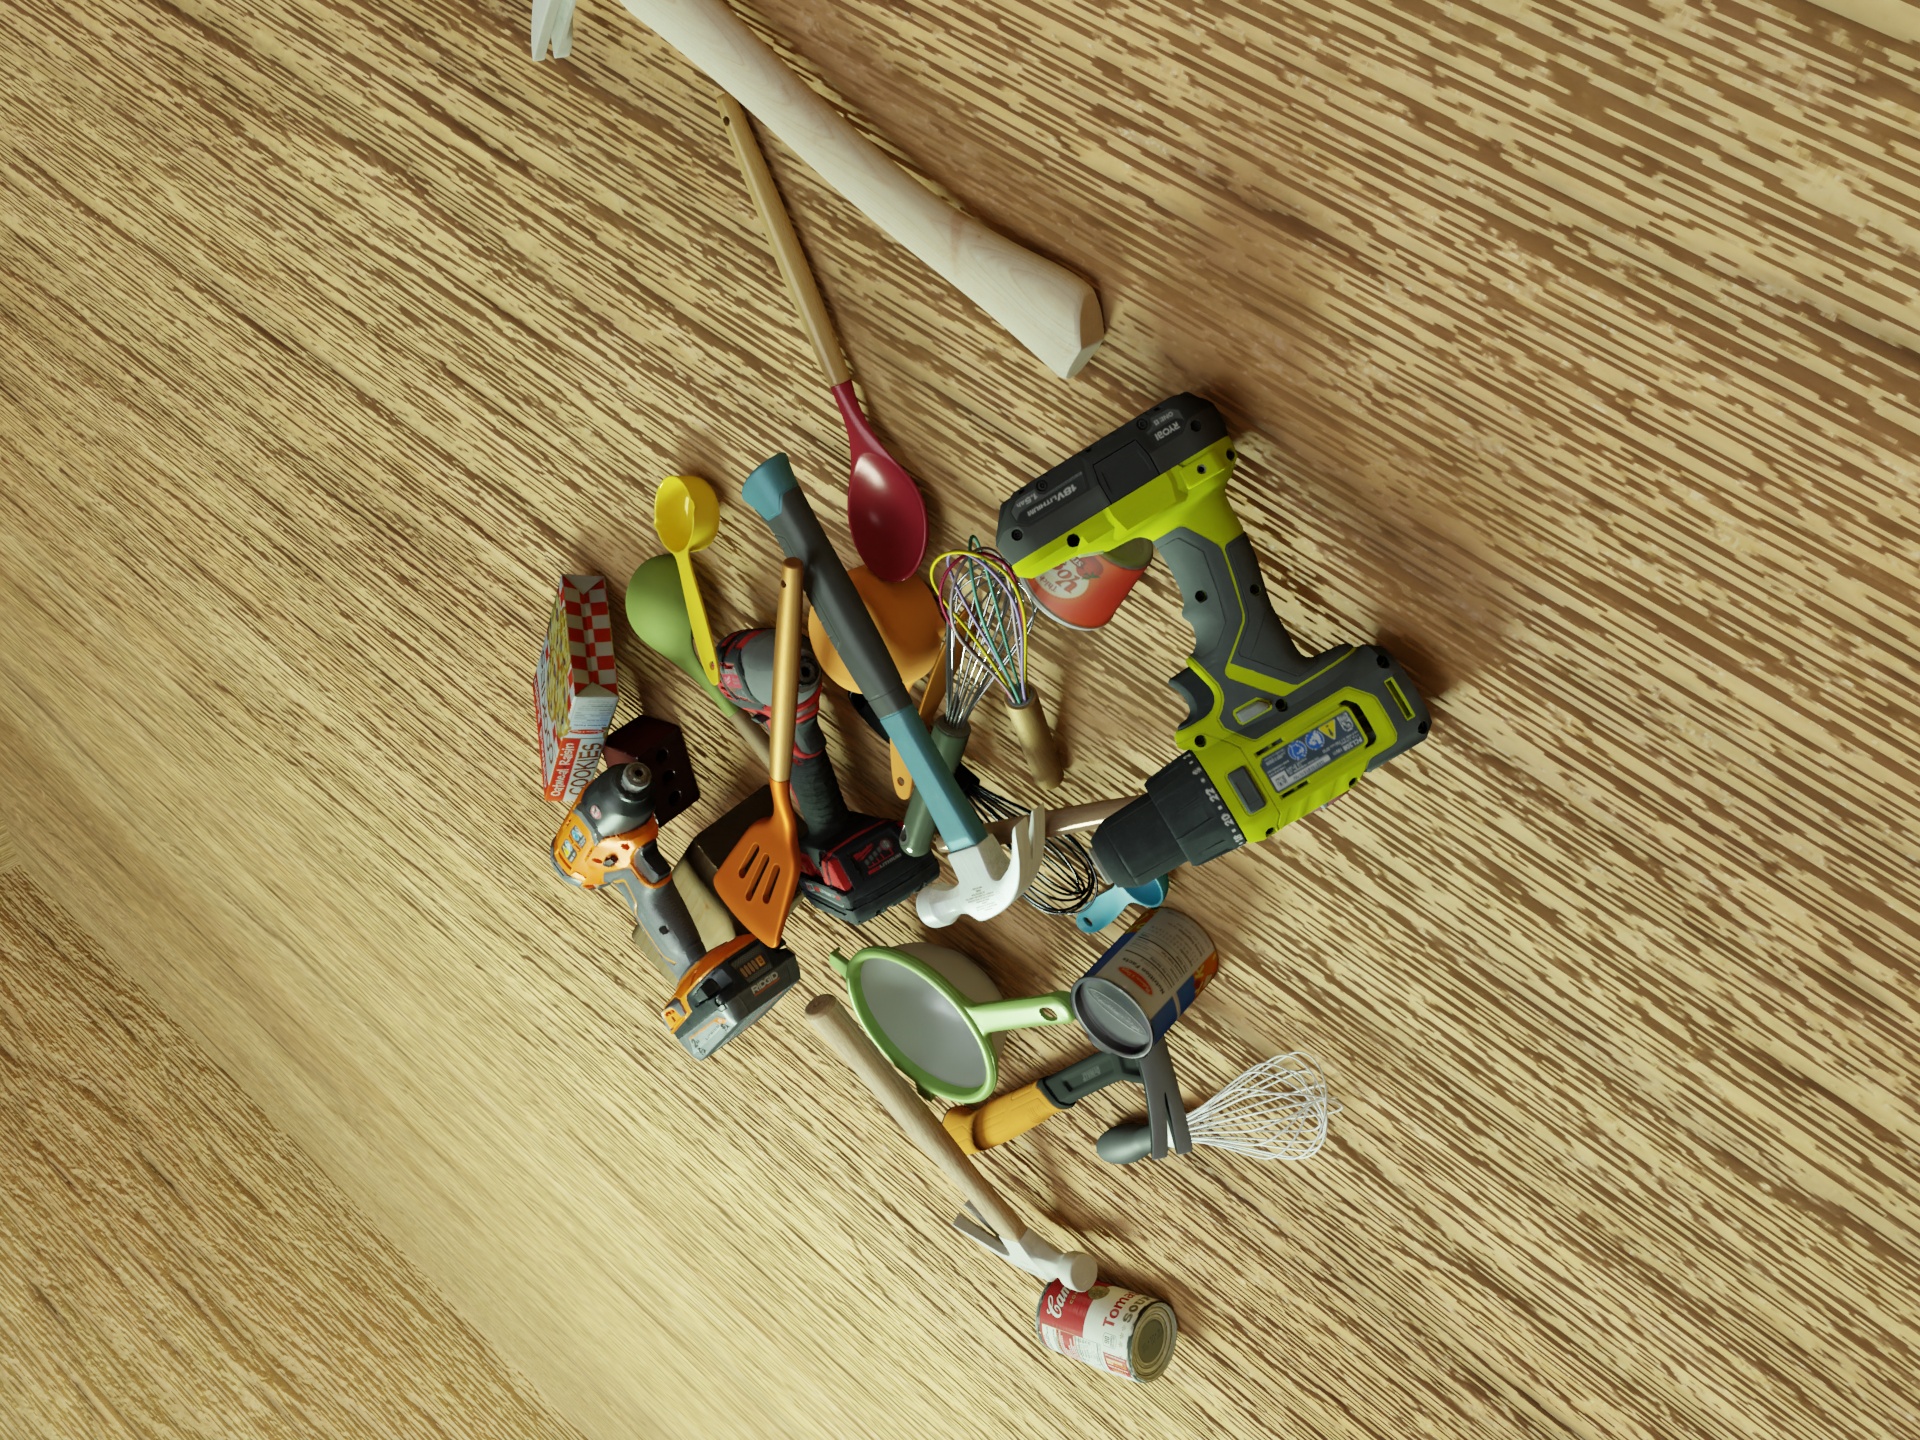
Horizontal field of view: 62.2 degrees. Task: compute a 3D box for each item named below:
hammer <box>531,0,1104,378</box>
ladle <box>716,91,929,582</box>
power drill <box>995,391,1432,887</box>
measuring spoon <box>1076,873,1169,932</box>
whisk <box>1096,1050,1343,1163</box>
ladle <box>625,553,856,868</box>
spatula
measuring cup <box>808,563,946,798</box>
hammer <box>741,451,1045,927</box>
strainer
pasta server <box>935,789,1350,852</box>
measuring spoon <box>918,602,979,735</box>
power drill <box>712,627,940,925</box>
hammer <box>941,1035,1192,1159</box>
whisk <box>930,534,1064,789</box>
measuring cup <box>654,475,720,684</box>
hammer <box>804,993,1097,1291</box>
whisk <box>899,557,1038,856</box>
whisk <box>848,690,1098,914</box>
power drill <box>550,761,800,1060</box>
[{"bbox_3d":[-0.086,-0.330,0.910,0.411,0.038,0.146,43,132,9],"label":"hammer"},{"bbox_3d":[-0.087,-0.237,1.003,0.069,0.031,0.315,-6,113,41],"label":"ladle"},{"bbox_3d":[0.114,-0.038,0.850,0.228,0.190,0.080,59,-175,-2],"label":"power drill"},{"bbox_3d":[0.111,0.120,1.099,0.042,0.021,0.128,47,150,6],"label":"measuring spoon"},{"bbox_3d":[0.173,0.288,1.137,0.070,0.070,0.284,52,147,0],"label":"whisk"},{"bbox_3d":[-0.153,0.006,1.256,0.320,0.062,0.078,52,148,-11],"label":"ladle"},{"bbox_3d":[-0.129,0.024,1.087,0.081,0.041,0.322,41,141,31],"label":"spatula"},{"bbox_3d":[-0.059,-0.021,1.092,0.095,0.052,0.173,10,111,39],"label":"measuring cup"},{"bbox_3d":[-0.050,-0.018,1.031,0.128,0.033,0.331,-21,101,44],"label":"hammer"},{"bbox_3d":[0.017,0.211,1.212,0.256,0.069,0.151,-20,106,51],"label":"strainer"},{"bbox_3d":[0.103,0.054,1.004,0.316,0.040,0.060,-14,108,43],"label":"pasta server"},{"bbox_3d":[-0.010,-0.027,1.069,0.011,0.021,0.117,49,125,40],"label":"measuring spoon"},{"bbox_3d":[-0.104,0.034,1.171,0.143,0.078,0.219,5,122,64],"label":"power drill"},{"bbox_3d":[0.067,0.303,1.239,0.336,0.034,0.127,-44,56,55],"label":"hammer"},{"bbox_3d":[0.029,-0.029,0.985,0.244,0.047,0.051,67,-173,-53],"label":"whisk"},{"bbox_3d":[-0.188,-0.104,1.168,0.062,0.029,0.156,-13,90,51],"label":"measuring cup"},{"bbox_3d":[-0.020,0.345,1.303,0.130,0.031,0.331,-7,126,54],"label":"hammer"},{"bbox_3d":[-0.002,-0.003,1.056,0.058,0.059,0.246,-105,27,-51],"label":"whisk"},{"bbox_3d":[0.004,0.051,1.125,0.239,0.055,0.055,42,141,19],"label":"whisk"},{"bbox_3d":[-0.228,0.140,1.250,0.226,0.084,0.164,52,141,8],"label":"power drill"}]
